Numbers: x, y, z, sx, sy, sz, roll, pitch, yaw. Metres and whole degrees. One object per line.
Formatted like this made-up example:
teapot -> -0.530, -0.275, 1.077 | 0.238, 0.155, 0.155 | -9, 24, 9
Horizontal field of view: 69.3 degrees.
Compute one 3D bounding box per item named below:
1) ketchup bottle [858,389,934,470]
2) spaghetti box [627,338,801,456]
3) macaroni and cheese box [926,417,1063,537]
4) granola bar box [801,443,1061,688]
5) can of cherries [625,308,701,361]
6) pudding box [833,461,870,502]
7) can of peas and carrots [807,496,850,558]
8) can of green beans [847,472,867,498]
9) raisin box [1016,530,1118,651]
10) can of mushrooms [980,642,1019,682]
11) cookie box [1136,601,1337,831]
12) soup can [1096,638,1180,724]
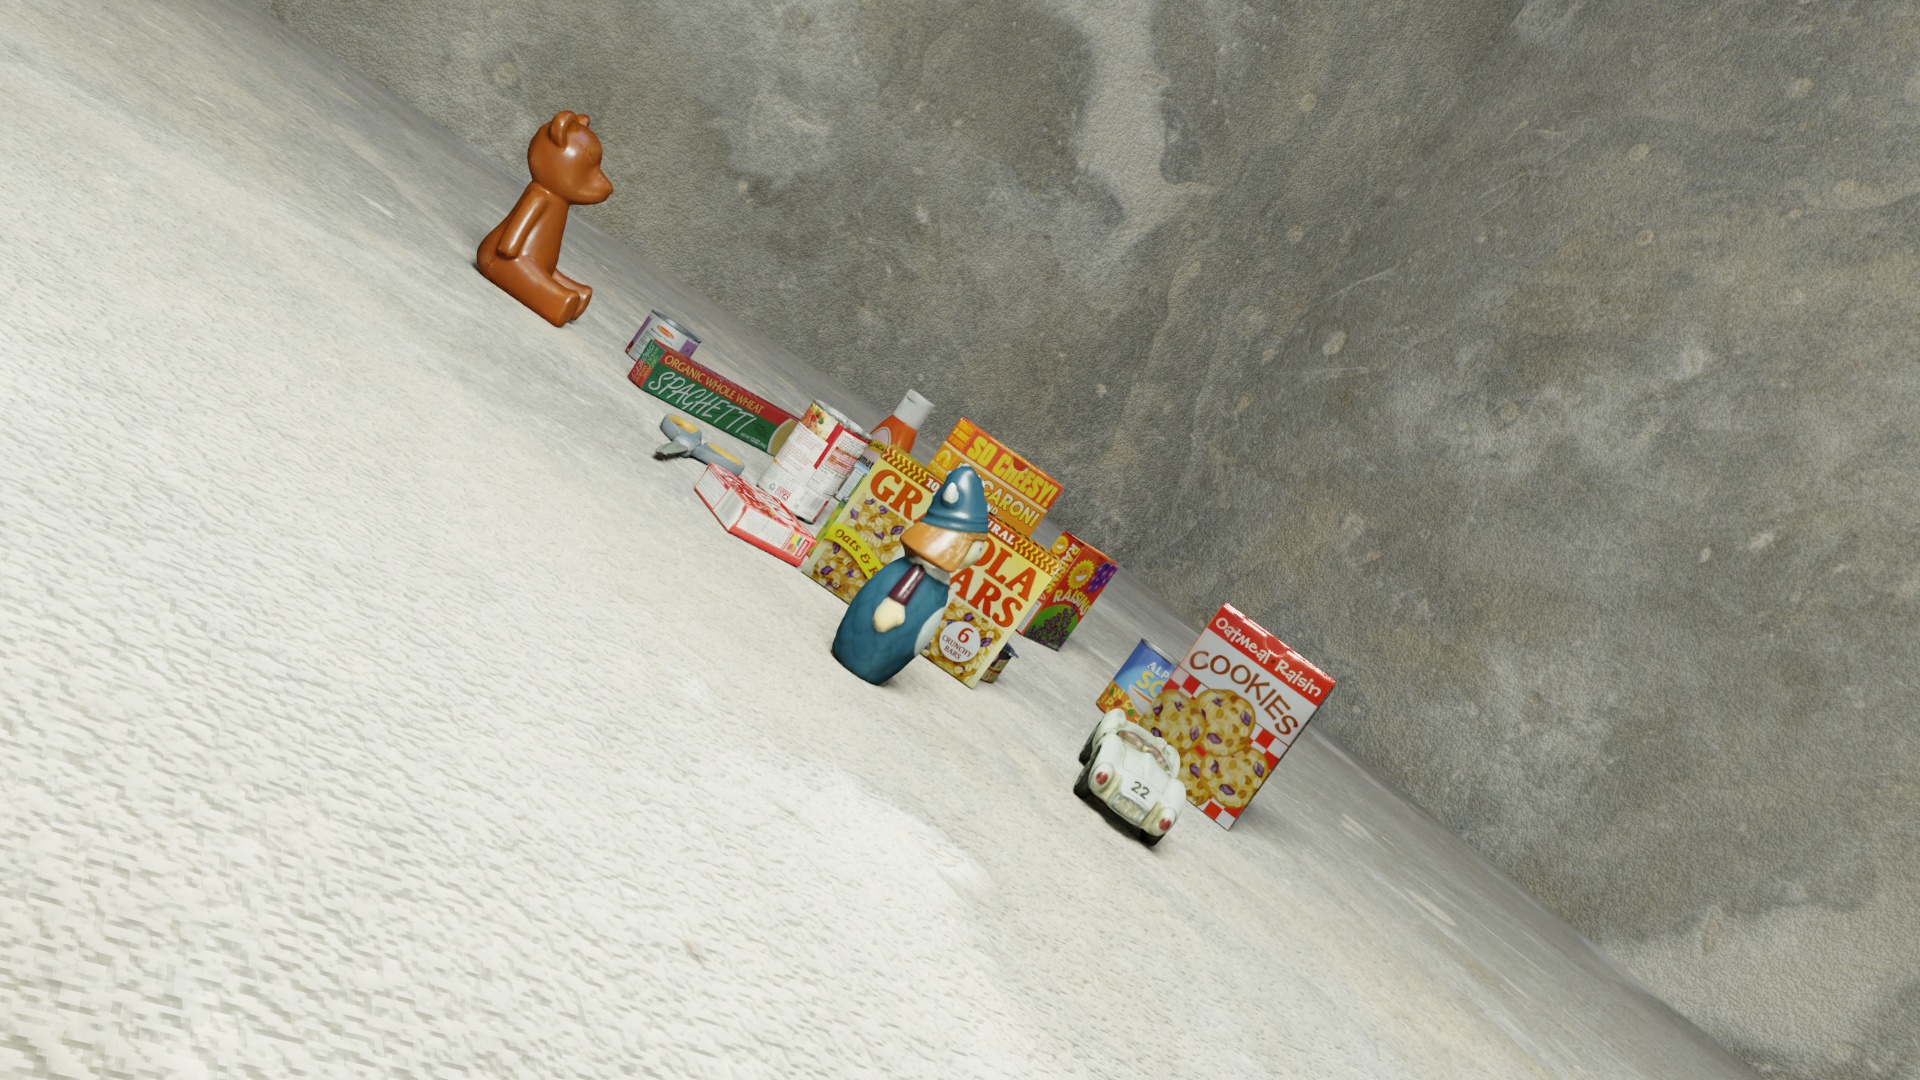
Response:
ketchup bottle -> -0.088, -0.112, 1.675 | 0.065, 0.148, 0.043 | 39, 6, 33
spaghetti box -> -0.253, -0.146, 1.504 | 0.029, 0.050, 0.250 | 39, 7, 37
macaroni and cheese box -> 0.005, -0.017, 1.344 | 0.123, 0.166, 0.040 | 32, 6, -33
granola bar box -> -0.022, 0.019, 1.106 | 0.165, 0.124, 0.039 | 35, 5, -2
can of cherries -> -0.340, -0.222, 1.591 | 0.071, 0.058, 0.071 | 35, 6, -4
pudding box -> -0.126, -0.067, 1.587 | 0.084, 0.049, 0.030 | 35, 5, 3
can of peas and carrots -> -0.089, 0.004, 1.180 | 0.071, 0.058, 0.071 | 35, 6, -4
can of green beans -> -0.089, -0.028, 1.440 | 0.071, 0.057, 0.071 | 35, 6, -4
raisin box -> 0.113, 0.058, 1.567 | 0.040, 0.123, 0.086 | 39, 7, 38
can of mushrooms -> 0.013, 0.091, 1.178 | 0.071, 0.033, 0.071 | 35, 6, -4
cookie box -> 0.245, 0.160, 1.271 | 0.123, 0.167, 0.040 | 37, 5, 16
soup can -> 0.190, 0.154, 1.423 | 0.071, 0.083, 0.071 | 35, 5, -4
